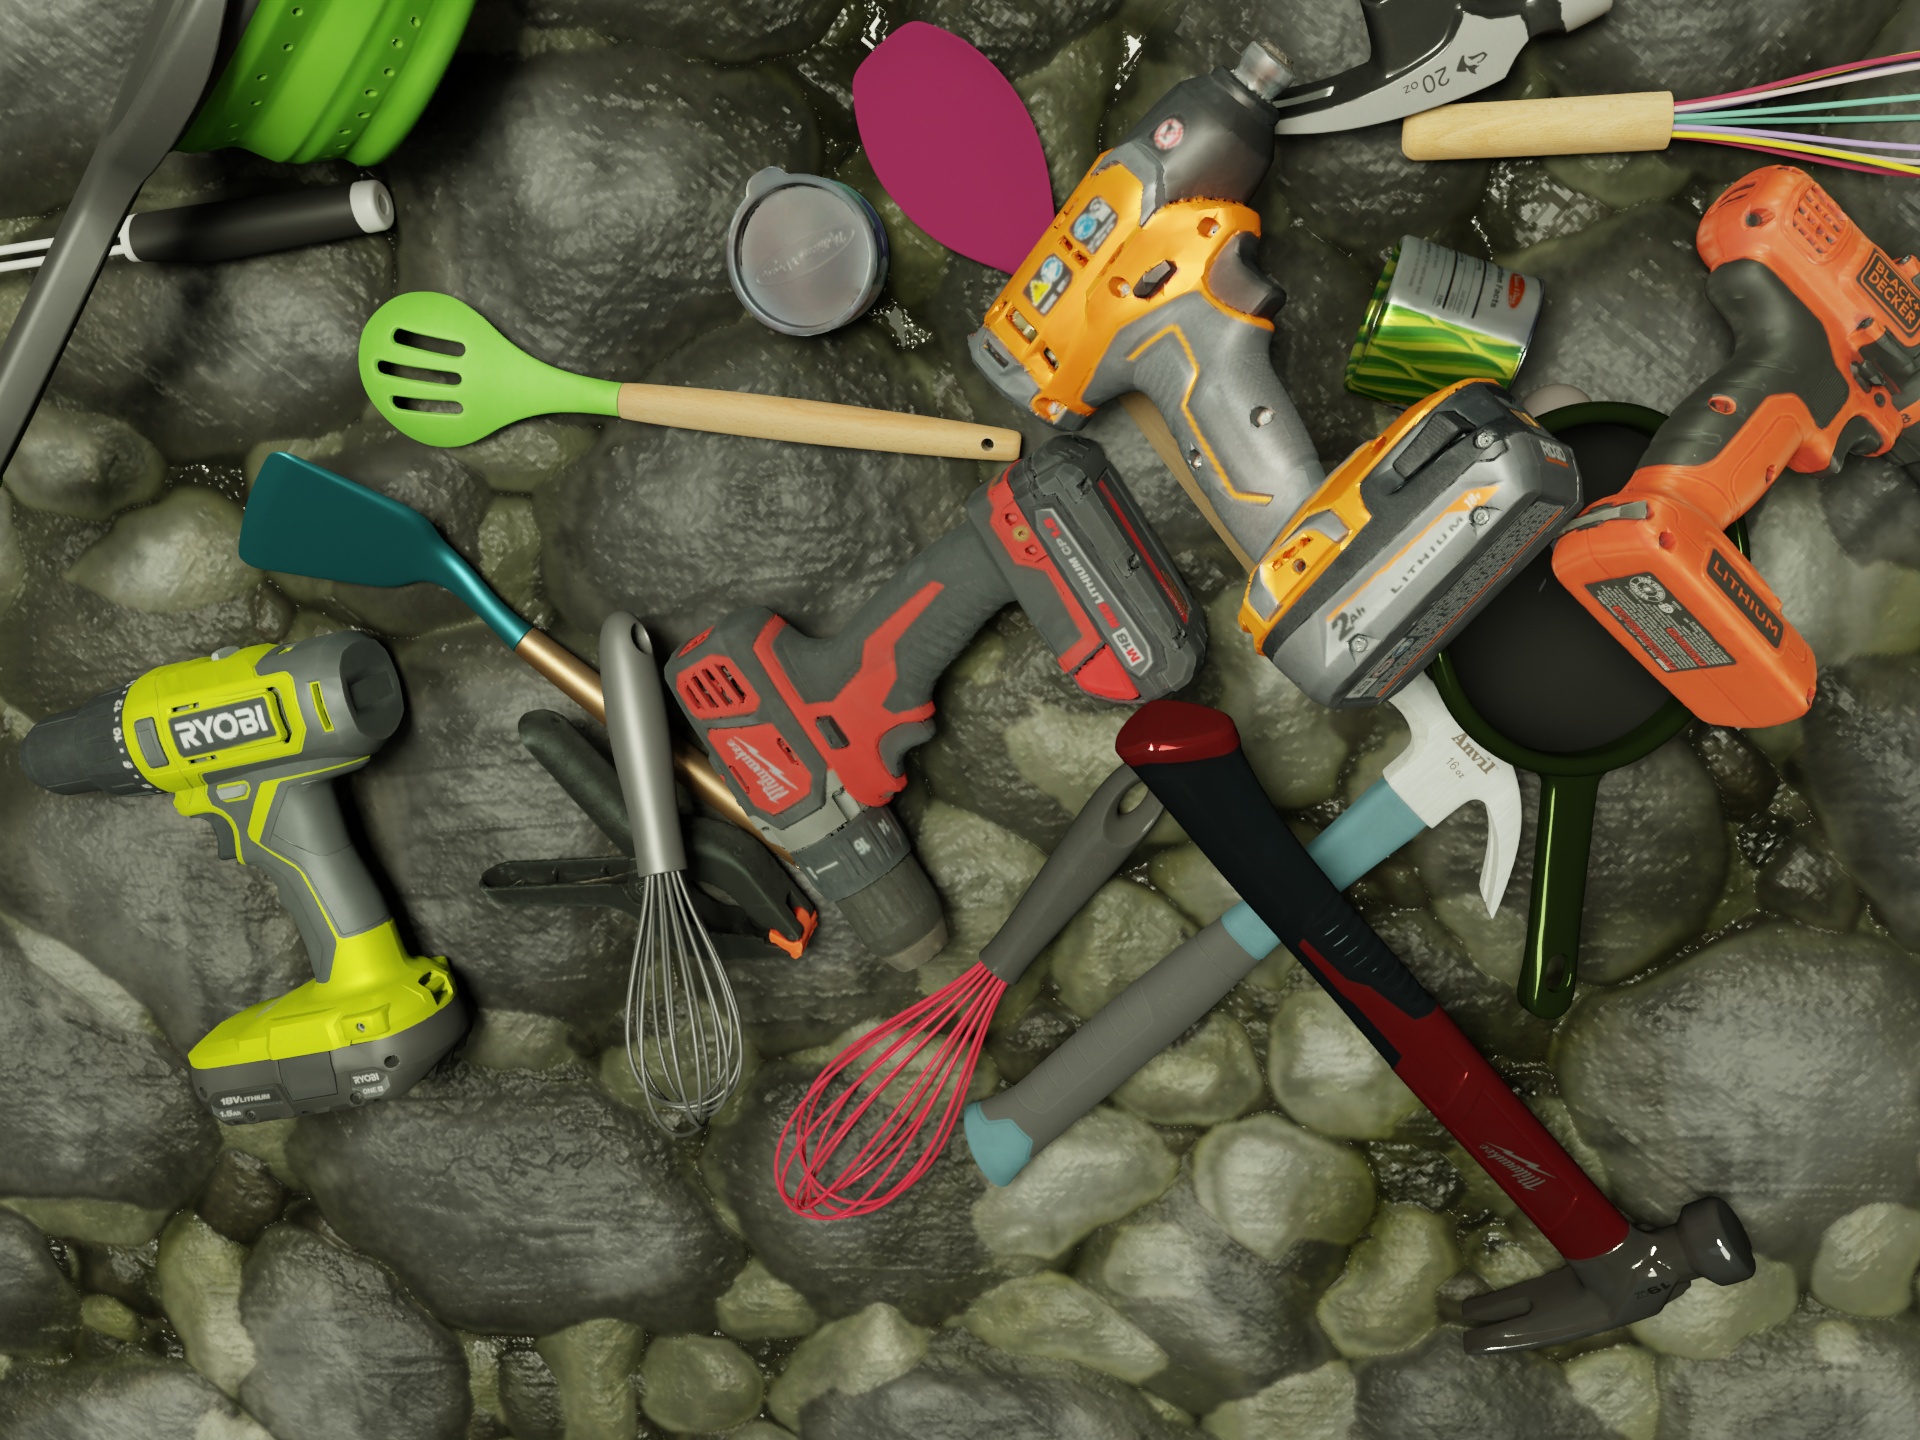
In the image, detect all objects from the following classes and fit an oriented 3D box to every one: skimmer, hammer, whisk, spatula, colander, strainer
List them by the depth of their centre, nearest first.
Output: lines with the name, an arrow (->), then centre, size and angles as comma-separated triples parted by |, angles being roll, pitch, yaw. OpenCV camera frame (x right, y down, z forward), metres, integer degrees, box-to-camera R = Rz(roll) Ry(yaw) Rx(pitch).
hammer -> 0.111, -0.362, 0.544 | 0.146, 0.035, 0.334 | -23, 127, 16
whisk -> 0.299, -0.232, 0.619 | 0.245, 0.051, 0.047 | 1, 112, 12
colander -> -0.298, -0.227, 0.654 | 0.094, 0.205, 0.397 | 24, 106, -35
strainer -> 0.243, -0.005, 0.671 | 0.151, 0.069, 0.256 | -3, 103, -16
hammer -> 0.186, 0.144, 0.704 | 0.143, 0.038, 0.386 | -33, 109, 29
skimmer -> -0.442, -0.222, 0.710 | 0.363, 0.090, 0.127 | -5, 74, 8
whisk -> -0.137, 0.067, 0.718 | 0.055, 0.055, 0.239 | -11, 85, 12
hammer -> 0.122, 0.110, 0.752 | 0.128, 0.033, 0.331 | 45, 108, -4
spatula -> -0.194, -0.015, 0.758 | 0.317, 0.044, 0.082 | 38, 133, -5
whisk -> 0.006, 0.134, 0.766 | 0.073, 0.073, 0.296 | 37, 102, -3

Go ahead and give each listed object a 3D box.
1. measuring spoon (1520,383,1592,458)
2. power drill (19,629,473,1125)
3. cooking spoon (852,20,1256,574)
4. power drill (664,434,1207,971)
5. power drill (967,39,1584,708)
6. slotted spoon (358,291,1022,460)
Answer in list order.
measuring spoon -> 0.215, -0.101, 0.682 | 0.124, 0.018, 0.034 | -32, 99, 17
power drill -> -0.353, 0.078, 0.795 | 0.190, 0.080, 0.228 | -11, 102, 12
cooking spoon -> 0.064, -0.159, 0.689 | 0.068, 0.017, 0.319 | -35, 98, 23
power drill -> -0.001, -0.002, 0.717 | 0.226, 0.080, 0.188 | -30, 99, 19
power drill -> 0.118, -0.134, 0.593 | 0.227, 0.084, 0.164 | 51, 119, 23
slotted spoon -> -0.128, -0.144, 0.719 | 0.314, 0.031, 0.070 | 8, 109, 5
